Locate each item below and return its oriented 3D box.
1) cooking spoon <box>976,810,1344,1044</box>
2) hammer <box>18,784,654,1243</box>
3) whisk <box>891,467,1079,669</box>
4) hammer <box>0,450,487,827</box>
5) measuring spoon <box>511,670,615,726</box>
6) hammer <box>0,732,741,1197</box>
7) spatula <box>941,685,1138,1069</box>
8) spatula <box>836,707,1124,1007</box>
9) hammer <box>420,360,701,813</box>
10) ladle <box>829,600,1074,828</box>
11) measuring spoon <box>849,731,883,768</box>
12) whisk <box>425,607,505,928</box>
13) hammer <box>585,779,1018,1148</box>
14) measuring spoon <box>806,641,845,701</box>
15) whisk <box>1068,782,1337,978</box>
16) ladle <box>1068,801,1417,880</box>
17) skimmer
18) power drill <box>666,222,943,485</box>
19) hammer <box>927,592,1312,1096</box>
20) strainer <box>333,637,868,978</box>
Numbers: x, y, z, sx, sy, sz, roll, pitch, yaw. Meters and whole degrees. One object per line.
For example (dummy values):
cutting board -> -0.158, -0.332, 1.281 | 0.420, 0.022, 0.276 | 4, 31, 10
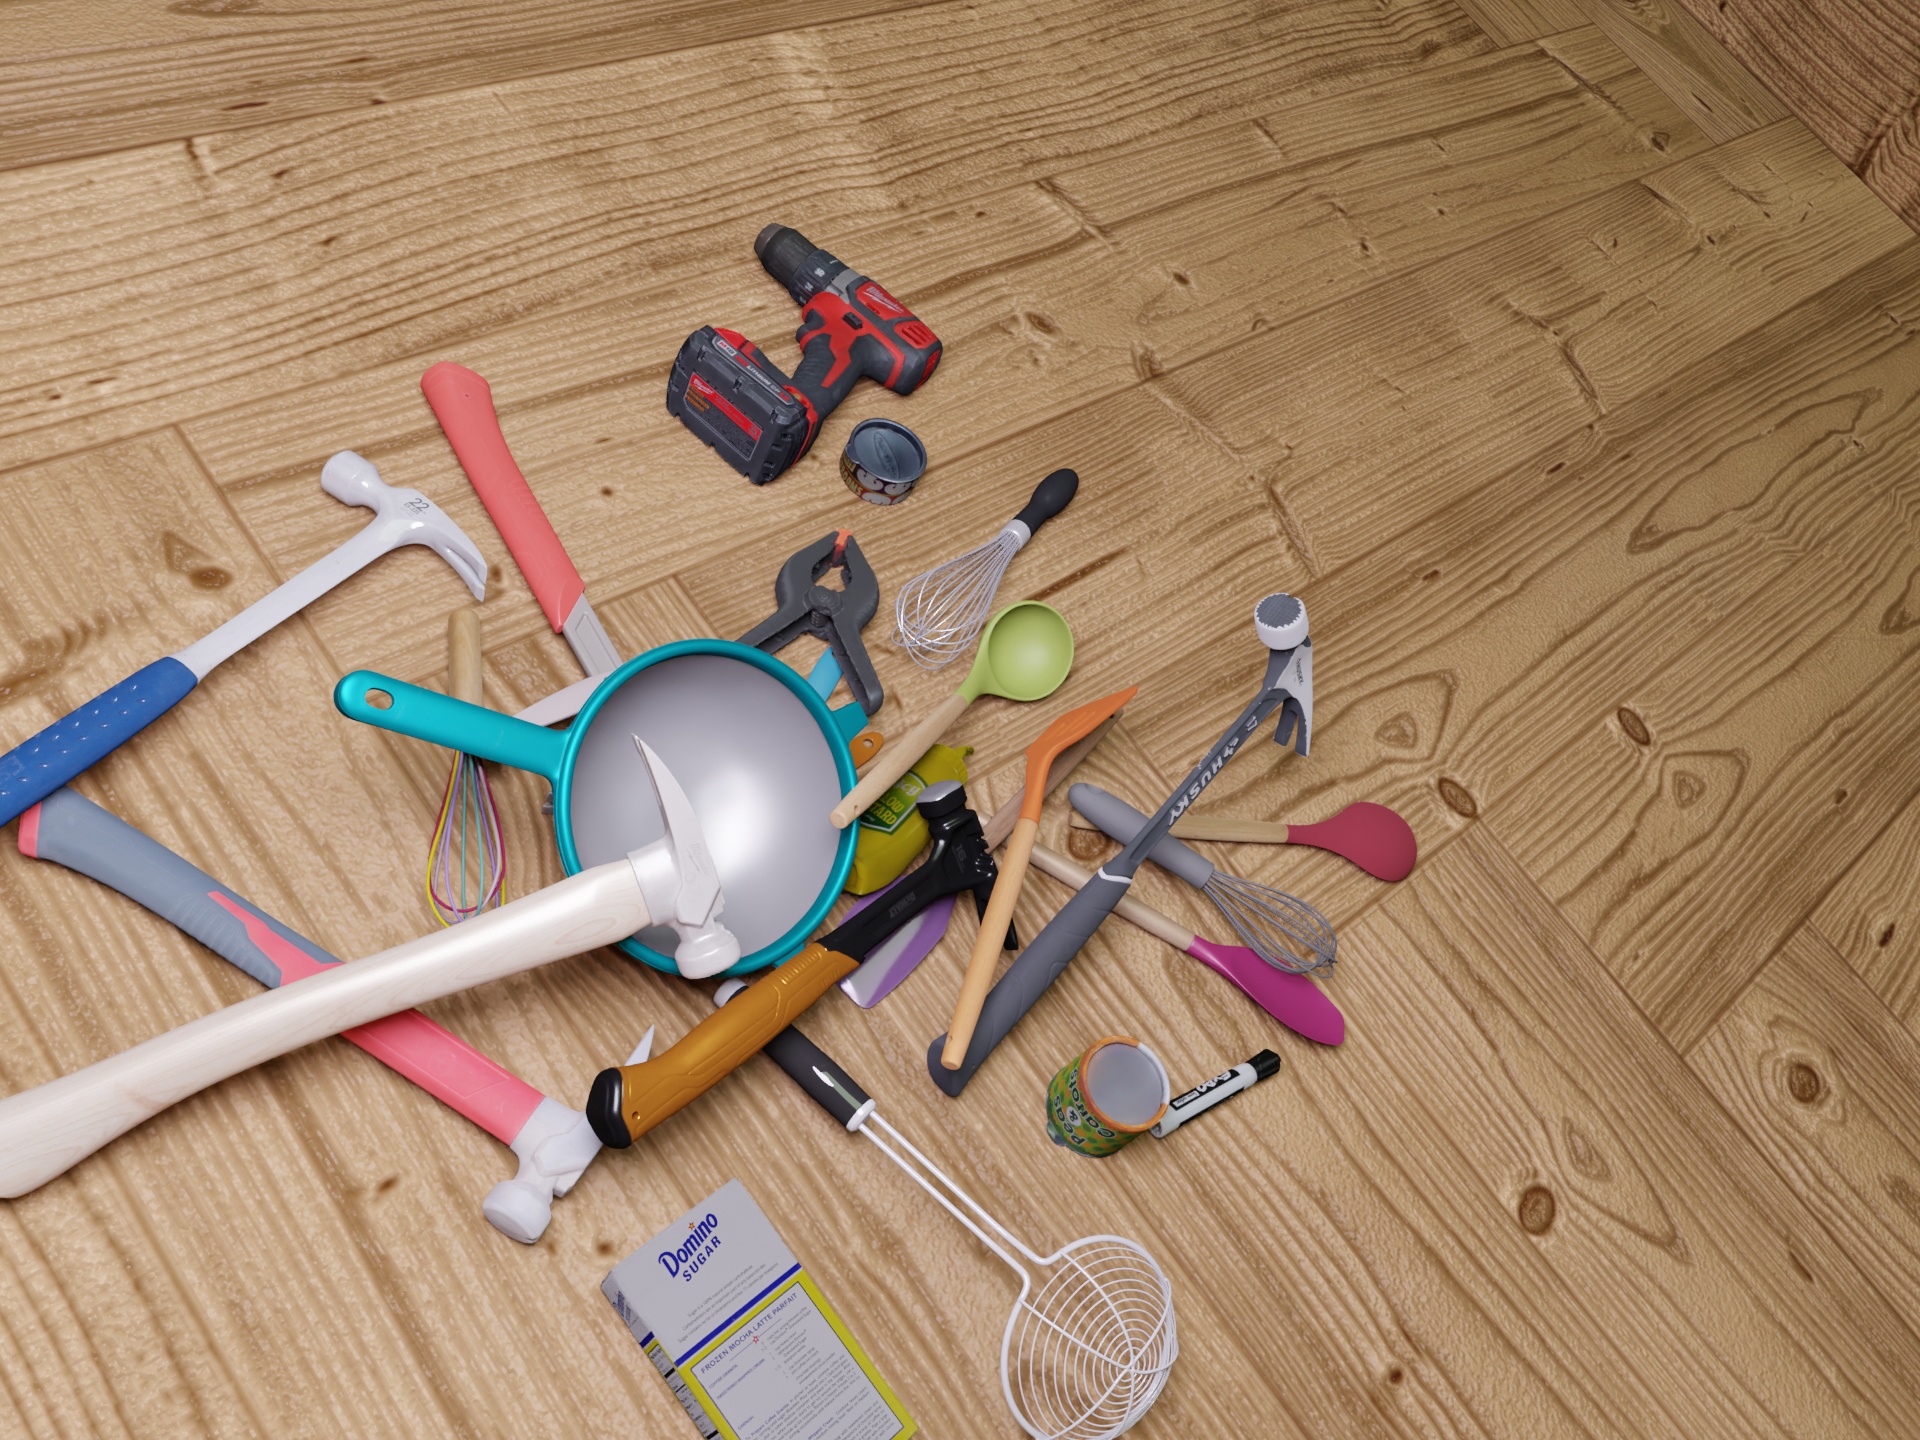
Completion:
cooking spoon -> 0.146, 0.151, 1.170 | 0.319, 0.017, 0.069 | 31, 32, -3
hammer -> -0.369, 0.140, 0.932 | 0.386, 0.038, 0.143 | 34, 51, -1
whisk -> 0.029, -0.132, 1.279 | 0.070, 0.070, 0.285 | 39, 47, 2
hammer -> -0.460, -0.034, 0.966 | 0.144, 0.035, 0.406 | 32, 46, 8
measuring spoon -> -0.268, -0.011, 1.040 | 0.124, 0.018, 0.034 | -29, 71, -38
hammer -> -0.332, 0.140, 0.864 | 0.410, 0.038, 0.146 | -21, 103, -18
spatula -> 0.046, 0.095, 1.075 | 0.041, 0.081, 0.323 | 40, 50, -25
spatula -> 0.019, 0.083, 1.137 | 0.060, 0.018, 0.316 | 45, 60, 5
hammer -> -0.300, -0.105, 1.120 | 0.149, 0.036, 0.359 | -22, 71, -33
ladle -> -0.002, -0.004, 1.125 | 0.320, 0.062, 0.078 | -45, 121, -55
measuring spoon -> -0.096, 0.036, 1.138 | 0.117, 0.011, 0.021 | -34, 78, -36
whisk -> -0.320, 0.028, 1.023 | 0.047, 0.051, 0.245 | -1, 57, -18
hammer -> -0.090, 0.163, 0.986 | 0.337, 0.034, 0.127 | -33, 108, -42
measuring spoon -> -0.108, -0.017, 1.159 | 0.042, 0.021, 0.129 | 30, 52, -5
whisk -> 0.180, 0.117, 1.179 | 0.239, 0.055, 0.055 | 34, 52, 0
ladle -> 0.230, 0.086, 1.247 | 0.315, 0.031, 0.069 | 5, 60, -20
skimmer -> -0.018, 0.296, 0.996 | 0.363, 0.090, 0.127 | 39, 67, 16
power drill -> -0.141, -0.311, 1.300 | 0.188, 0.080, 0.227 | 41, 49, 4
hammer -> 0.119, 0.096, 1.100 | 0.036, 0.149, 0.409 | 30, 68, 35
strainer -> -0.226, 0.038, 0.986 | 0.340, 0.095, 0.211 | 21, 73, -32
